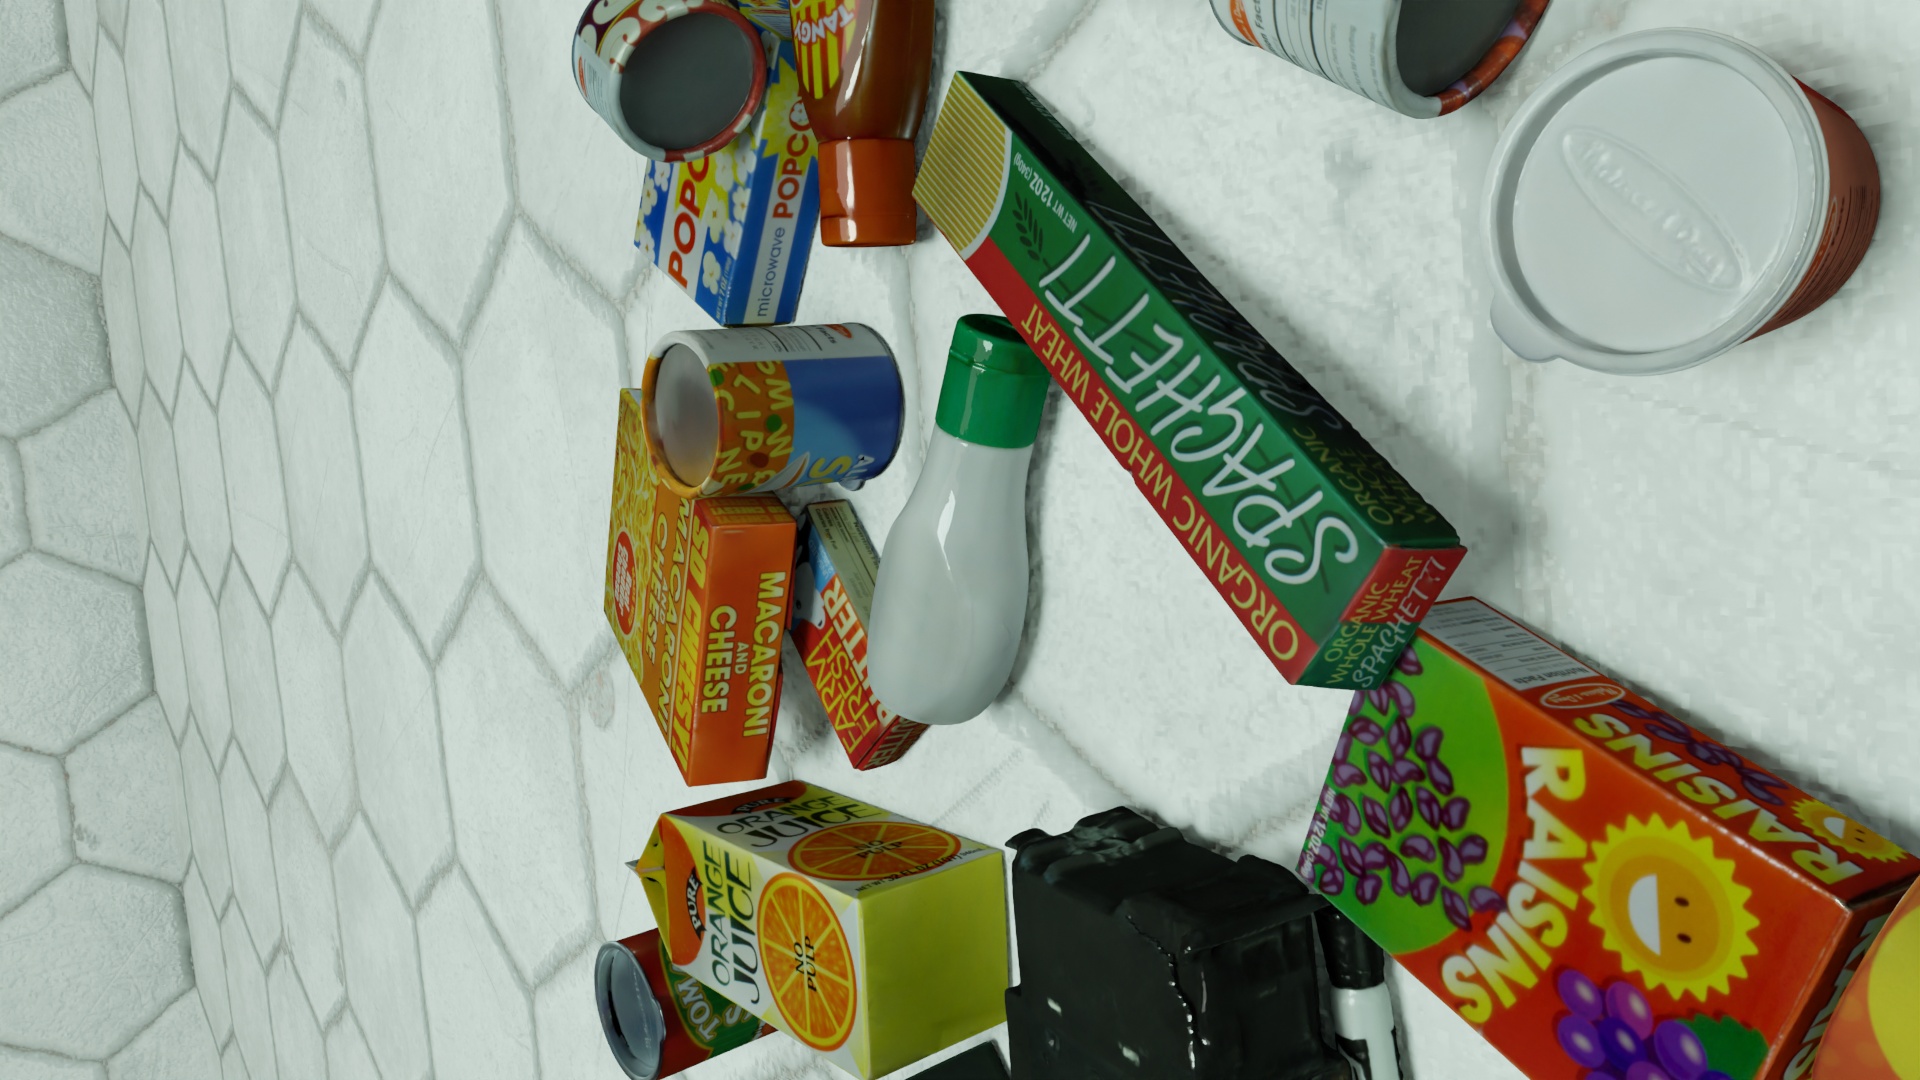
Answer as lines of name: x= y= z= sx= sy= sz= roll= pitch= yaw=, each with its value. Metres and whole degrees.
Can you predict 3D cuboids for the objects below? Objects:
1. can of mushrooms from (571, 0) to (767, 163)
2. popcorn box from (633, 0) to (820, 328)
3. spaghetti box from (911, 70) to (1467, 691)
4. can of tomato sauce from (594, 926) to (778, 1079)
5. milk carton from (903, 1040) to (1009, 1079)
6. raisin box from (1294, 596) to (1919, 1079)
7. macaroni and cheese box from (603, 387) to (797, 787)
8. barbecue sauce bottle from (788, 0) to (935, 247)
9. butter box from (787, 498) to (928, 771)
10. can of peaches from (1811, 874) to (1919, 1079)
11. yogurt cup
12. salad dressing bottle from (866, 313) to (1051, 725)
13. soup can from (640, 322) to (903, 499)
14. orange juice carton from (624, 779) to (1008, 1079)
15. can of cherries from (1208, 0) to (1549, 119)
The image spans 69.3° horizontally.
can of mushrooms: x=-0.107 y=-0.180 z=0.523 sx=0.033 sy=0.071 sz=0.070 roll=49 pitch=131 yaw=32
popcorn box: x=-0.096 y=-0.165 z=0.594 sx=0.085 sy=0.038 sz=0.126 roll=43 pitch=128 yaw=37
spaghetti box: x=0.051 y=-0.061 z=0.410 sx=0.251 sy=0.029 sz=0.050 roll=58 pitch=138 yaw=40
can of tomato sauce: x=-0.120 y=0.210 z=0.659 sx=0.071 sy=0.083 sz=0.071 roll=13 pitch=107 yaw=49
milk carton: x=-0.042 y=0.286 z=0.586 sx=0.189 sy=0.074 sz=0.072 roll=-50 pitch=59 yaw=43
raisin box: x=0.145 y=0.080 z=0.332 sx=0.124 sy=0.040 sz=0.085 roll=41 pitch=126 yaw=50
macaroni and cheese box: x=-0.123 y=0.014 z=0.633 sx=0.167 sy=0.040 sz=0.123 roll=44 pitch=130 yaw=54
barbecue sauce bottle: x=-0.036 y=-0.184 z=0.514 sx=0.065 sy=0.044 sz=0.148 roll=9 pitch=104 yaw=49
butter box: x=-0.046 y=0.039 z=0.583 sx=0.052 sy=0.024 sz=0.104 roll=-52 pitch=57 yaw=43
can of peaches: x=0.201 y=0.095 z=0.254 sx=0.058 sy=0.071 sz=0.071 roll=34 pitch=122 yaw=43
yogurt cup: x=0.154 y=-0.070 z=0.292 sx=0.072 sy=0.054 sz=0.072 roll=13 pitch=107 yaw=49
salad dressing bottle: x=0.002 y=-0.006 z=0.501 sx=0.064 sy=0.044 sz=0.147 roll=36 pitch=122 yaw=44
soup can: x=-0.075 y=-0.050 z=0.555 sx=0.071 sy=0.084 sz=0.071 roll=14 pitch=108 yaw=49
orange juice carton: x=-0.069 y=0.153 z=0.595 sx=0.192 sy=0.072 sz=0.073 roll=5 pitch=101 yaw=50
can of cherries: x=0.104 y=-0.144 z=0.332 sx=0.058 sy=0.072 sz=0.071 roll=43 pitch=128 yaw=38
